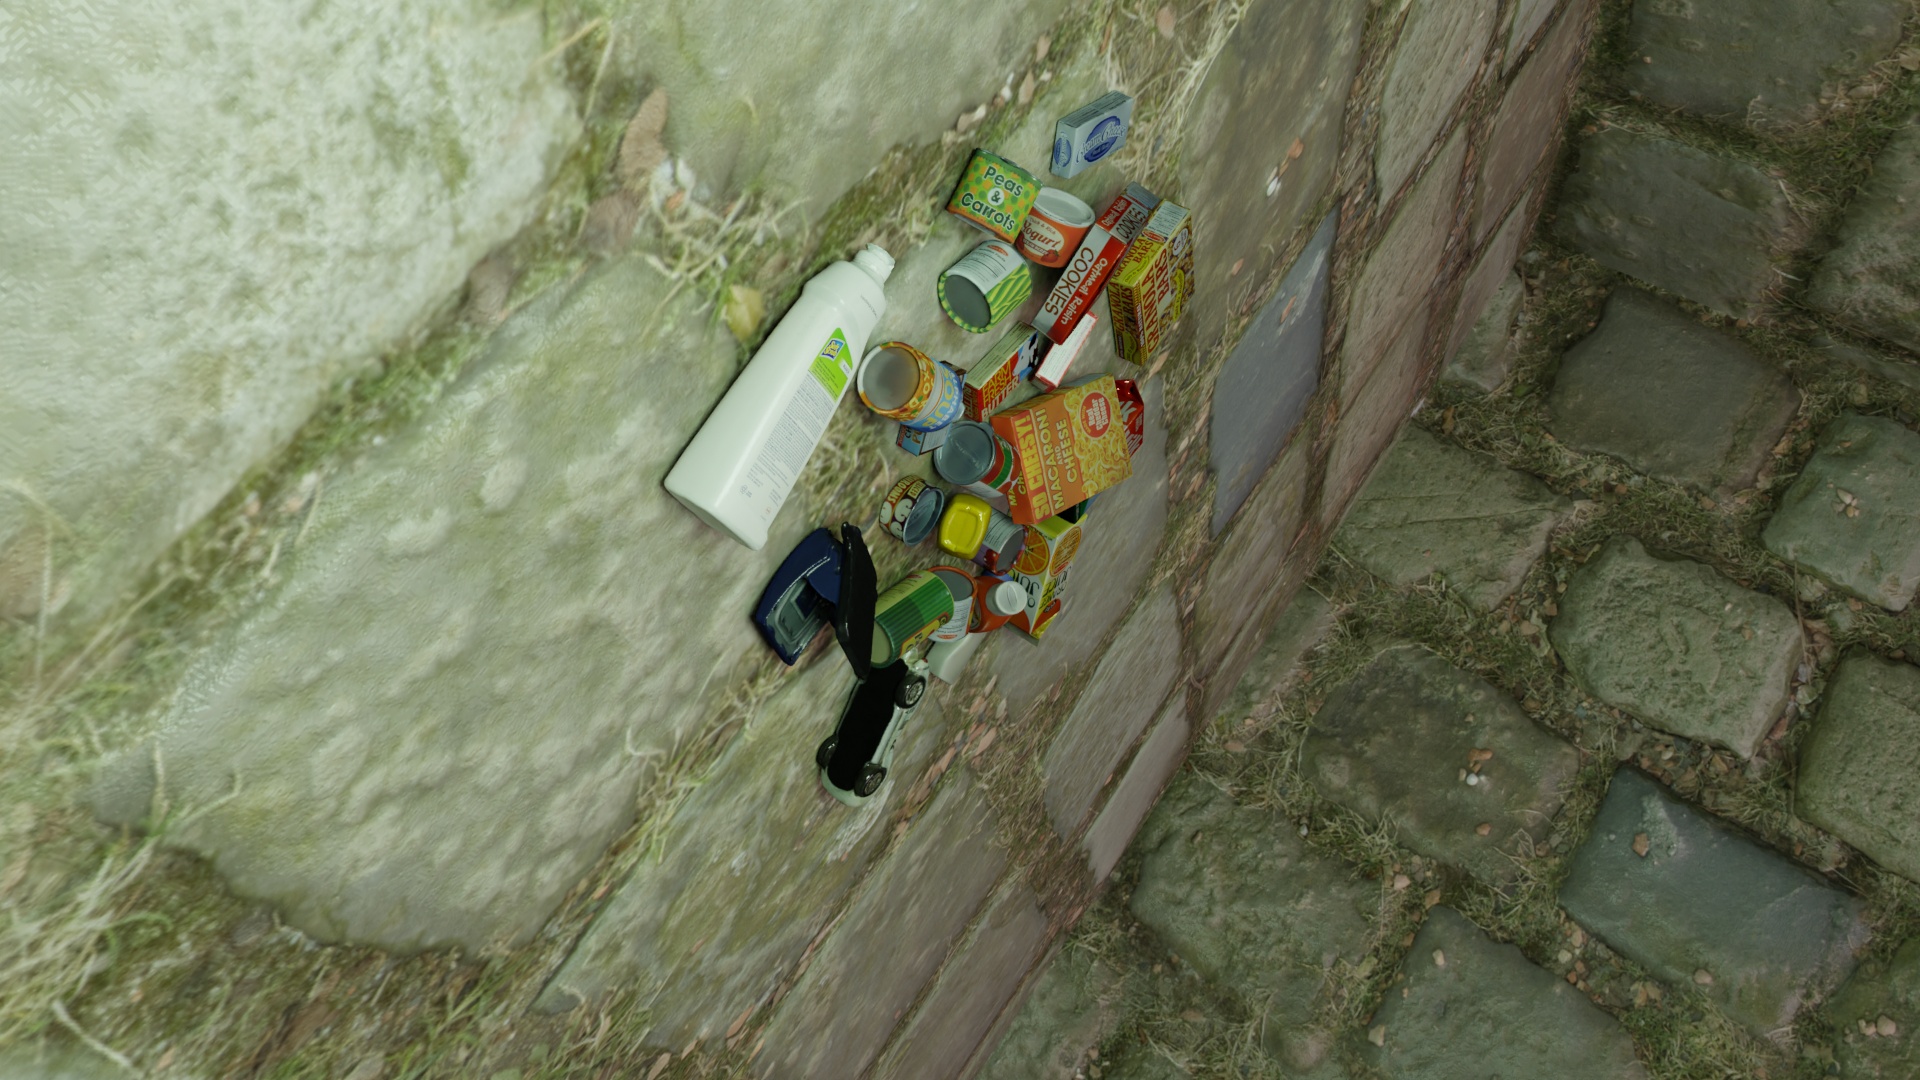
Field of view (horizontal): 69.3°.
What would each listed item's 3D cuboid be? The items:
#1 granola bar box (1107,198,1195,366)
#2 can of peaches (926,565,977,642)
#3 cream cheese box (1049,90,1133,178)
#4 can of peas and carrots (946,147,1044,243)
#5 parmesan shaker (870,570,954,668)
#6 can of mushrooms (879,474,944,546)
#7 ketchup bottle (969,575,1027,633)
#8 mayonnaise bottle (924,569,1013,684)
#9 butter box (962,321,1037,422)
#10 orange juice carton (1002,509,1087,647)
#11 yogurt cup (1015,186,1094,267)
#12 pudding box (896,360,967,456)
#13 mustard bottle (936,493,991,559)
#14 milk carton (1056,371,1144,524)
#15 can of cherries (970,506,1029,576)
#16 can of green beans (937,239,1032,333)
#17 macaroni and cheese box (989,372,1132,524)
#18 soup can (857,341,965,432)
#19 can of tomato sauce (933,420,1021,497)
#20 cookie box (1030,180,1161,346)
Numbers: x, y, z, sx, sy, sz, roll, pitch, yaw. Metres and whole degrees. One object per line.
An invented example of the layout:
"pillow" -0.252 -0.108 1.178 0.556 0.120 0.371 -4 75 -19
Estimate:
"granola bar box" 0.223 -0.298 1.618 0.124 0.039 0.165 -54 156 -16
"can of peaches" -0.018 0.068 1.531 0.071 0.071 0.057 -36 147 -44
"cream cheese box" 0.126 -0.389 1.330 0.104 0.024 0.053 -39 148 -40
"can of peas and carrots" 0.030 -0.295 1.189 0.058 0.071 0.071 -63 157 8
"parmesan shaker" -0.065 0.083 1.453 0.103 0.071 0.071 -34 146 -44
"can of mushrooms" -0.048 -0.032 1.388 0.071 0.033 0.070 -45 153 -30
"ketchup bottle" 0.034 0.069 1.554 0.043 0.064 0.148 -14 178 -18
"mayonnaise bottle" 0.010 0.099 1.655 0.148 0.041 0.064 -58 158 -6
"butter box" 0.040 -0.172 1.414 0.104 0.024 0.052 -48 154 -27
"orange juice carton" 0.088 0.042 1.704 0.073 0.072 0.191 -33 145 -46
"yogurt cup" 0.086 -0.295 1.314 0.073 0.072 0.053 -30 151 -49
"pudding box" -0.027 -0.126 1.323 0.050 0.030 0.083 -25 139 -51
"mustard bottle" 0.005 -0.018 1.461 0.160 0.049 0.065 -62 173 -85
"milk carton" 0.160 -0.119 1.659 0.191 0.073 0.072 -48 154 -26
"can of cherries" 0.036 0.000 1.565 0.072 0.058 0.071 -45 152 -31
"can of green beans" 0.022 -0.229 1.255 0.058 0.071 0.071 -44 152 -31
"macaroni and cheese box" 0.112 -0.102 1.527 0.167 0.040 0.123 -26 110 -38
"soup can" -0.042 -0.134 1.230 0.071 0.071 0.084 -62 157 5
"can of tomato sauce" 0.020 -0.084 1.423 0.071 0.071 0.083 -61 158 3
"cookie box" 0.137 -0.276 1.374 0.122 0.040 0.168 -57 179 33
